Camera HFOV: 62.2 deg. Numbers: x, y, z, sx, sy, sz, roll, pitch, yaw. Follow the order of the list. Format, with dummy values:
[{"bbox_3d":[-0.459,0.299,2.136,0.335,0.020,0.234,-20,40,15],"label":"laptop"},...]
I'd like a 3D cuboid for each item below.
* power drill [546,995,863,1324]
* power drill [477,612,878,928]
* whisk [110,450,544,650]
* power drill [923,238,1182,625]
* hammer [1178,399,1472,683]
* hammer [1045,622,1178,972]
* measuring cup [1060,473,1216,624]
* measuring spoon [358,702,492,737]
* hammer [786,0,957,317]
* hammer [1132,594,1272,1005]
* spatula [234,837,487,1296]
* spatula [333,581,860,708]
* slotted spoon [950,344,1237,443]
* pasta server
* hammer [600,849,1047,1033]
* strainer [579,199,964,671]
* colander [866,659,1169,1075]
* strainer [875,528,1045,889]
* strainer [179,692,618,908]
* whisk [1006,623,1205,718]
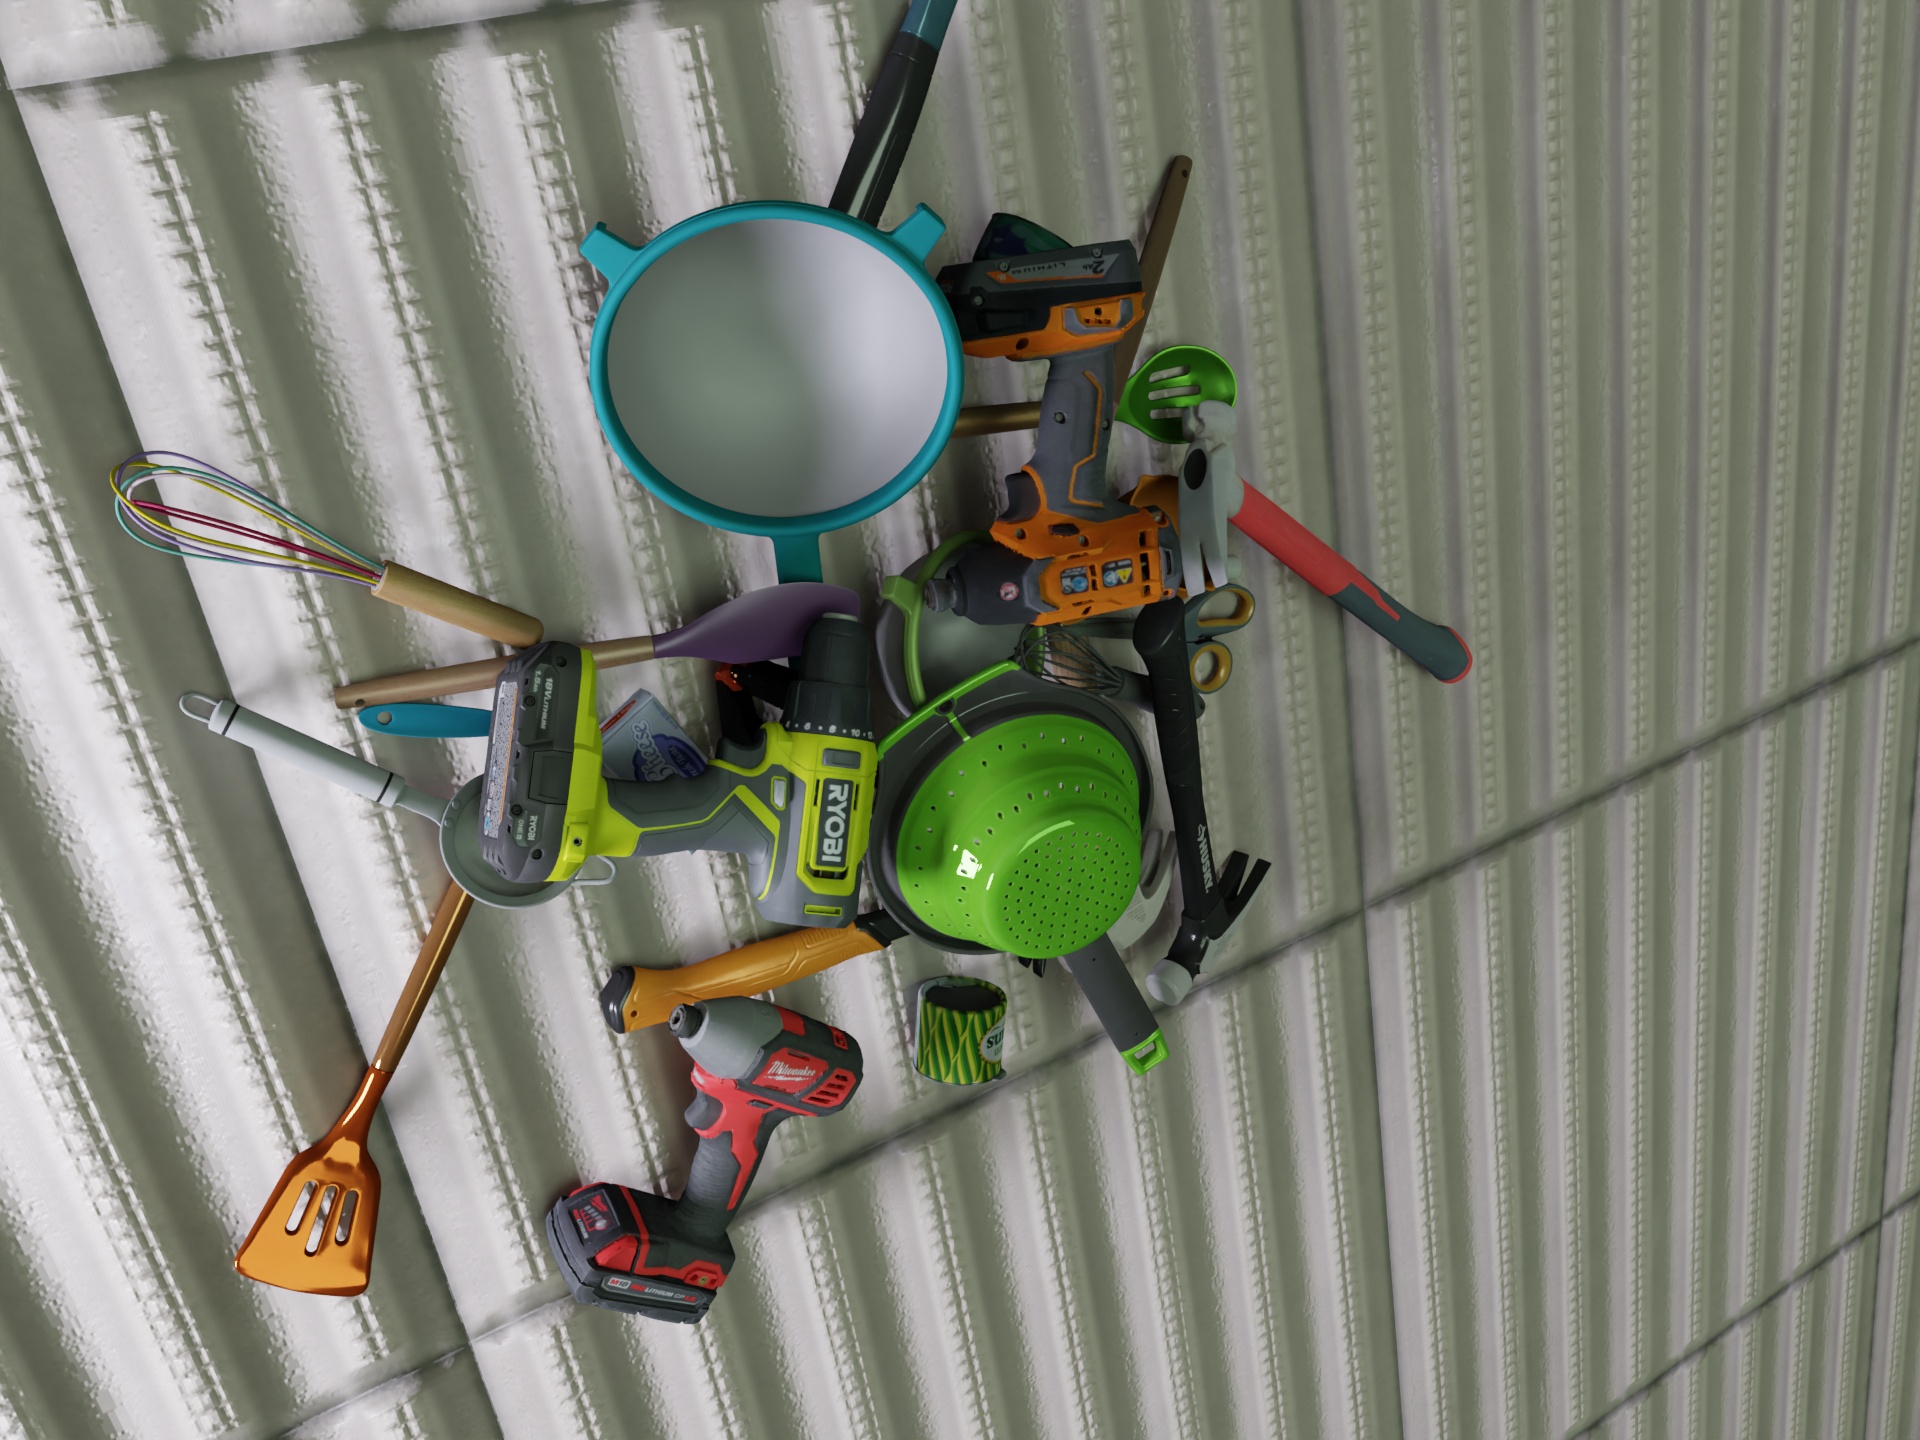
[{"bbox_3d":[-0.175,0.283,1.059,0.143,0.079,0.219,30,96,-37],"label":"power drill"},{"bbox_3d":[-0.155,0.020,0.940,0.228,0.080,0.190,8,86,-27],"label":"power drill"},{"bbox_3d":[-0.345,-0.085,0.885,0.244,0.047,0.051,23,92,-37],"label":"whisk"},{"bbox_3d":[0.045,-0.170,0.980,0.164,0.084,0.226,-13,107,-15],"label":"power drill"},{"bbox_3d":[0.287,-0.093,1.206,0.386,0.038,0.143,26,58,-42],"label":"hammer"},{"bbox_3d":[0.095,0.013,1.165,0.130,0.031,0.331,-28,114,-39],"label":"hammer"},{"bbox_3d":[0.112,-0.104,1.110,0.173,0.052,0.095,-37,95,-33],"label":"measuring cup"},{"bbox_3d":[-0.295,-0.002,0.959,0.128,0.021,0.042,3,106,-22],"label":"measuring spoon"},{"bbox_3d":[-0.029,-0.401,0.973,0.128,0.033,0.331,19,96,-34],"label":"hammer"},{"bbox_3d":[0.169,0.050,1.169,0.146,0.035,0.334,-44,137,-34],"label":"hammer"},{"bbox_3d":[-0.342,0.194,0.974,0.081,0.041,0.322,24,91,-26],"label":"spatula"},{"bbox_3d":[-0.212,-0.042,0.961,0.316,0.018,0.059,-11,135,-17],"label":"spatula"},{"bbox_3d":[0.053,-0.211,1.086,0.313,0.031,0.070,-12,111,-25],"label":"slotted spoon"},{"bbox_3d":[0.102,-0.239,1.076,0.060,0.040,0.316,24,79,-35],"label":"pasta server"},{"bbox_3d":[-0.085,0.162,1.118,0.337,0.034,0.127,-14,111,-26],"label":"hammer"},{"bbox_3d":[-0.105,-0.171,0.973,0.211,0.095,0.340,-5,133,-3],"label":"strainer"},{"bbox_3d":[0.082,0.142,1.076,0.204,0.095,0.396,-33,127,-4],"label":"colander"},{"bbox_3d":[-0.002,-0.003,1.084,0.151,0.069,0.256,-32,119,-47],"label":"strainer"},{"bbox_3d":[-0.324,0.043,0.926,0.258,0.050,0.087,28,61,-22],"label":"strainer"},{"bbox_3d":[0.109,-0.024,1.118,0.238,0.055,0.055,13,99,-51],"label":"whisk"}]
